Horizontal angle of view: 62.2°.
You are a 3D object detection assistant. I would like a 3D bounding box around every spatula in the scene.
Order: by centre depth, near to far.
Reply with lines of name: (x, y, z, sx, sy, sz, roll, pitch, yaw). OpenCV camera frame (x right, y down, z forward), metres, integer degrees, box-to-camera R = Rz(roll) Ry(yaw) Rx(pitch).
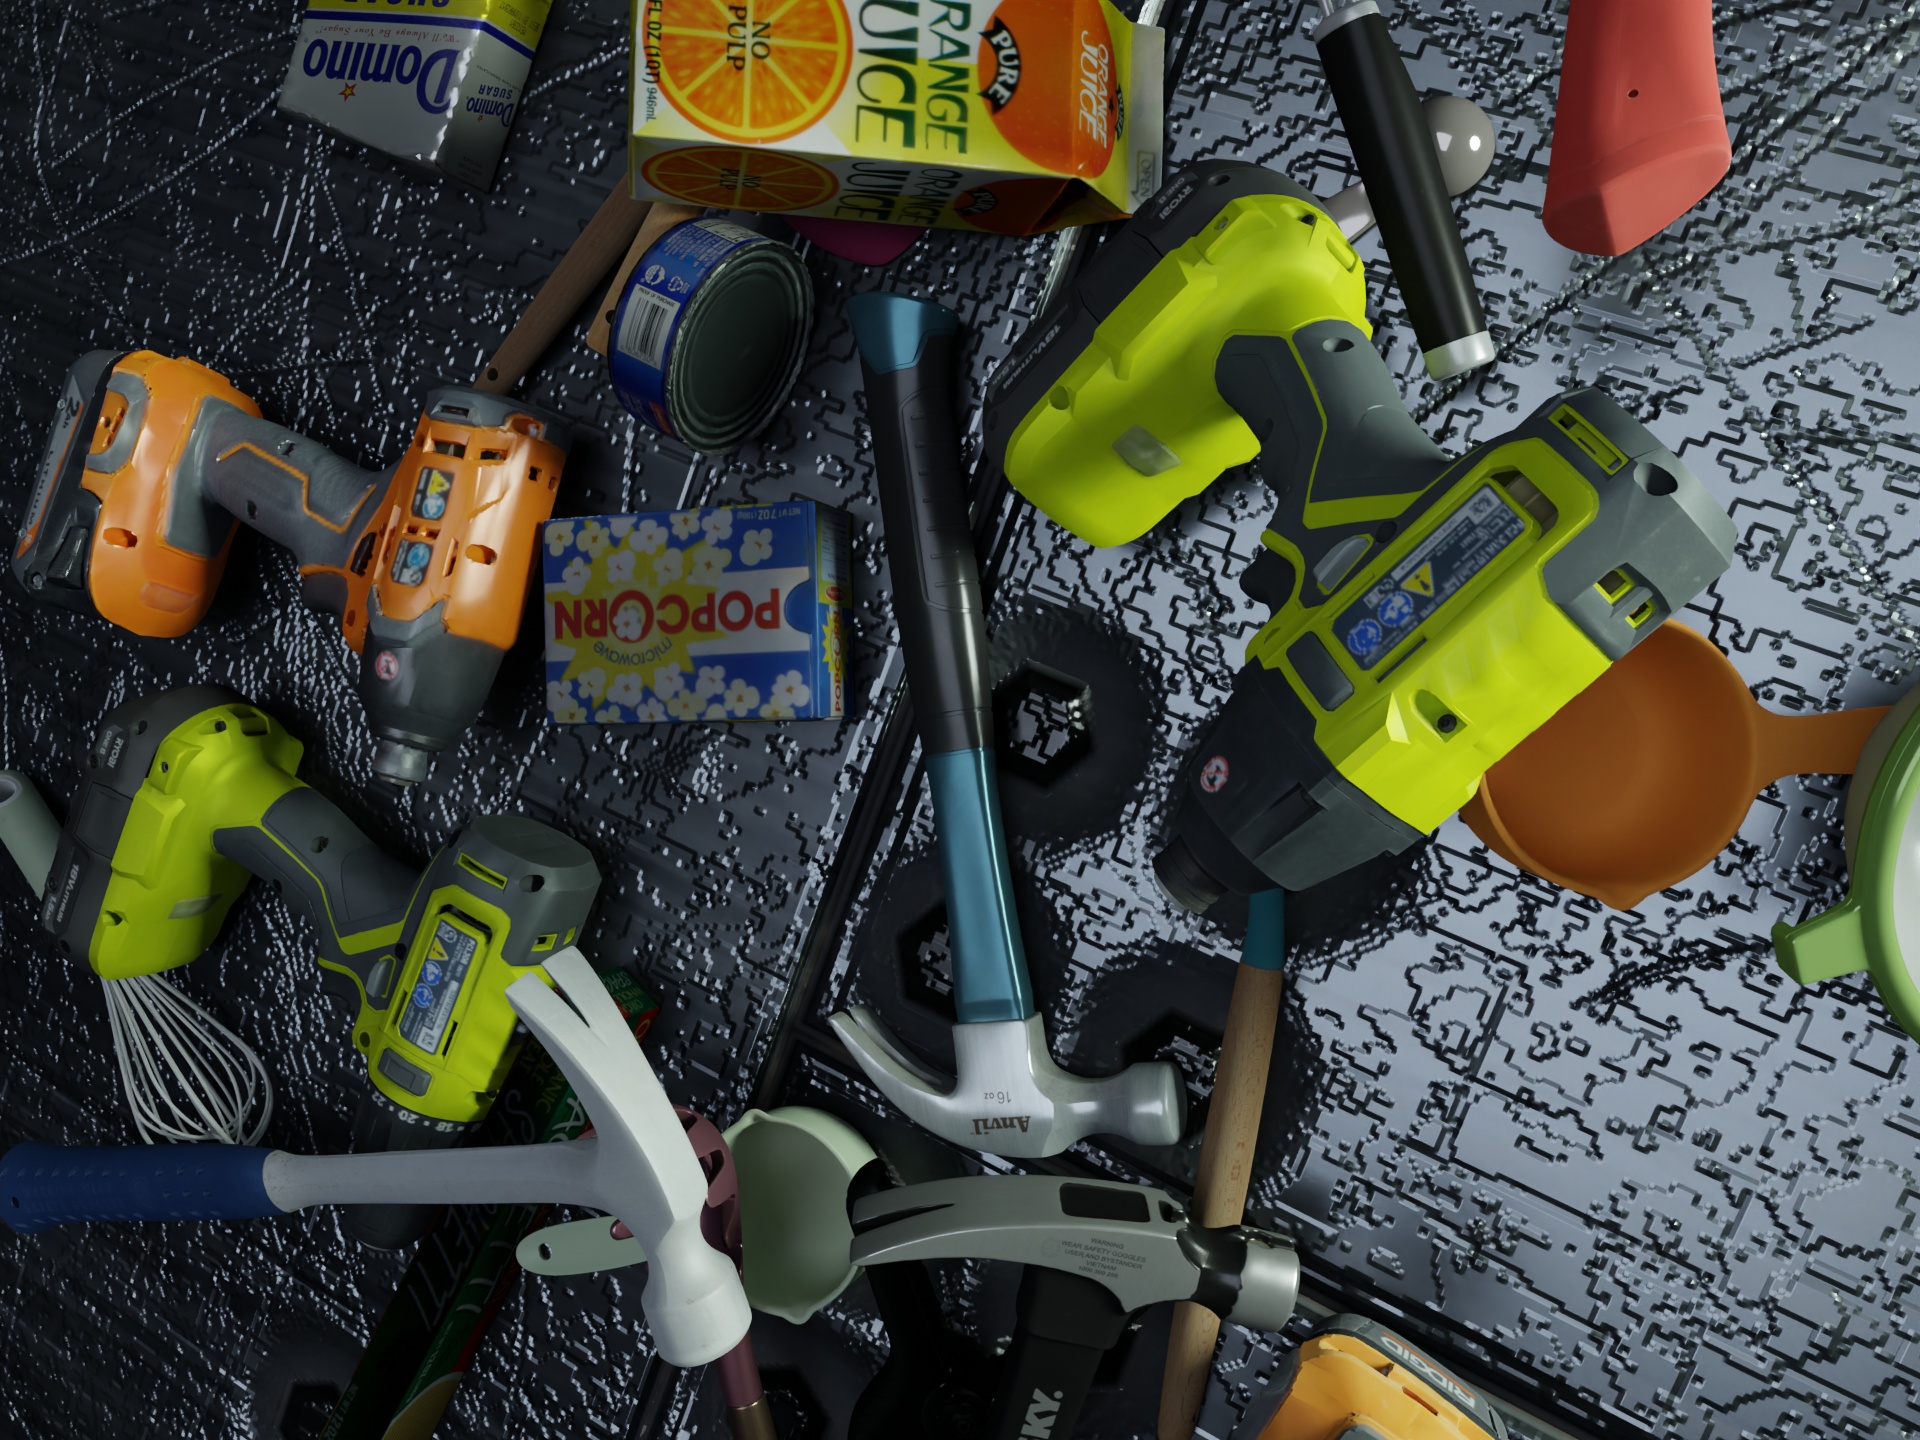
spatula: (0.109, 0.112, 0.552, 0.044, 0.082, 0.317, 15, 101, 32)
spatula: (-0.105, -0.254, 0.650, 0.060, 0.018, 0.316, 44, 104, 11)

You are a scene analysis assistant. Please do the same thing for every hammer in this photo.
hammer: (0.205, -0.309, 0.469, 0.149, 0.036, 0.359, 7, 80, 30)
hammer: (0.000, 0.311, 0.571, 0.146, 0.035, 0.334, 14, 106, -4)
hammer: (-0.001, -0.002, 0.603, 0.128, 0.033, 0.331, -9, 87, 20)
hammer: (-0.264, 0.177, 0.632, 0.405, 0.035, 0.144, -11, 102, 31)

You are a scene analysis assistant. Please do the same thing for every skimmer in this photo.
skimmer: (0.083, -0.277, 0.505, 0.127, 0.090, 0.363, -13, 98, 58)

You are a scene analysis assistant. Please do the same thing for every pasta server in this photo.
pasta server: (-0.081, 0.286, 0.604, 0.060, 0.040, 0.316, -8, 99, 30)

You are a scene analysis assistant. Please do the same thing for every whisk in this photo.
whisk: (-0.404, 0.114, 0.758, 0.058, 0.059, 0.246, -36, 70, -20)

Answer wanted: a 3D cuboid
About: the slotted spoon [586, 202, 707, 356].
slotted spoon: (-0.059, -0.276, 0.602, 0.070, 0.031, 0.314, 31, 94, -1)

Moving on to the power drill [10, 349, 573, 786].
power drill: (-0.287, -0.069, 0.681, 0.226, 0.084, 0.164, 12, 85, 18)

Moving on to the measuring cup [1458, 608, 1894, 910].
measuring cup: (0.240, 0.007, 0.507, 0.173, 0.052, 0.095, -3, 93, -3)

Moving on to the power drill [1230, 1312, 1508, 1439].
power drill: (0.085, 0.291, 0.466, 0.084, 0.226, 0.185, 33, 102, 18)

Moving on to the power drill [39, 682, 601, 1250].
power drill: (-0.281, 0.101, 0.692, 0.228, 0.080, 0.190, 26, 100, 17)

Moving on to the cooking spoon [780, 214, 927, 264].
cooking spoon: (-0.122, -0.309, 0.628, 0.068, 0.017, 0.319, -41, 88, 13)

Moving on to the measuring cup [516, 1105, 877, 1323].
measuring cup: (-0.104, 0.201, 0.643, 0.167, 0.038, 0.083, -16, 85, 23)

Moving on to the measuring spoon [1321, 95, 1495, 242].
measuring spoon: (0.129, -0.175, 0.559, 0.124, 0.018, 0.034, -33, 79, 18)

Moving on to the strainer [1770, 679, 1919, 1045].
strainer: (0.326, -0.024, 0.441, 0.151, 0.069, 0.256, 19, 101, -13)

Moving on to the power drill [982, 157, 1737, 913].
power drill: (0.093, -0.061, 0.481, 0.171, 0.080, 0.223, -44, 41, 18)
